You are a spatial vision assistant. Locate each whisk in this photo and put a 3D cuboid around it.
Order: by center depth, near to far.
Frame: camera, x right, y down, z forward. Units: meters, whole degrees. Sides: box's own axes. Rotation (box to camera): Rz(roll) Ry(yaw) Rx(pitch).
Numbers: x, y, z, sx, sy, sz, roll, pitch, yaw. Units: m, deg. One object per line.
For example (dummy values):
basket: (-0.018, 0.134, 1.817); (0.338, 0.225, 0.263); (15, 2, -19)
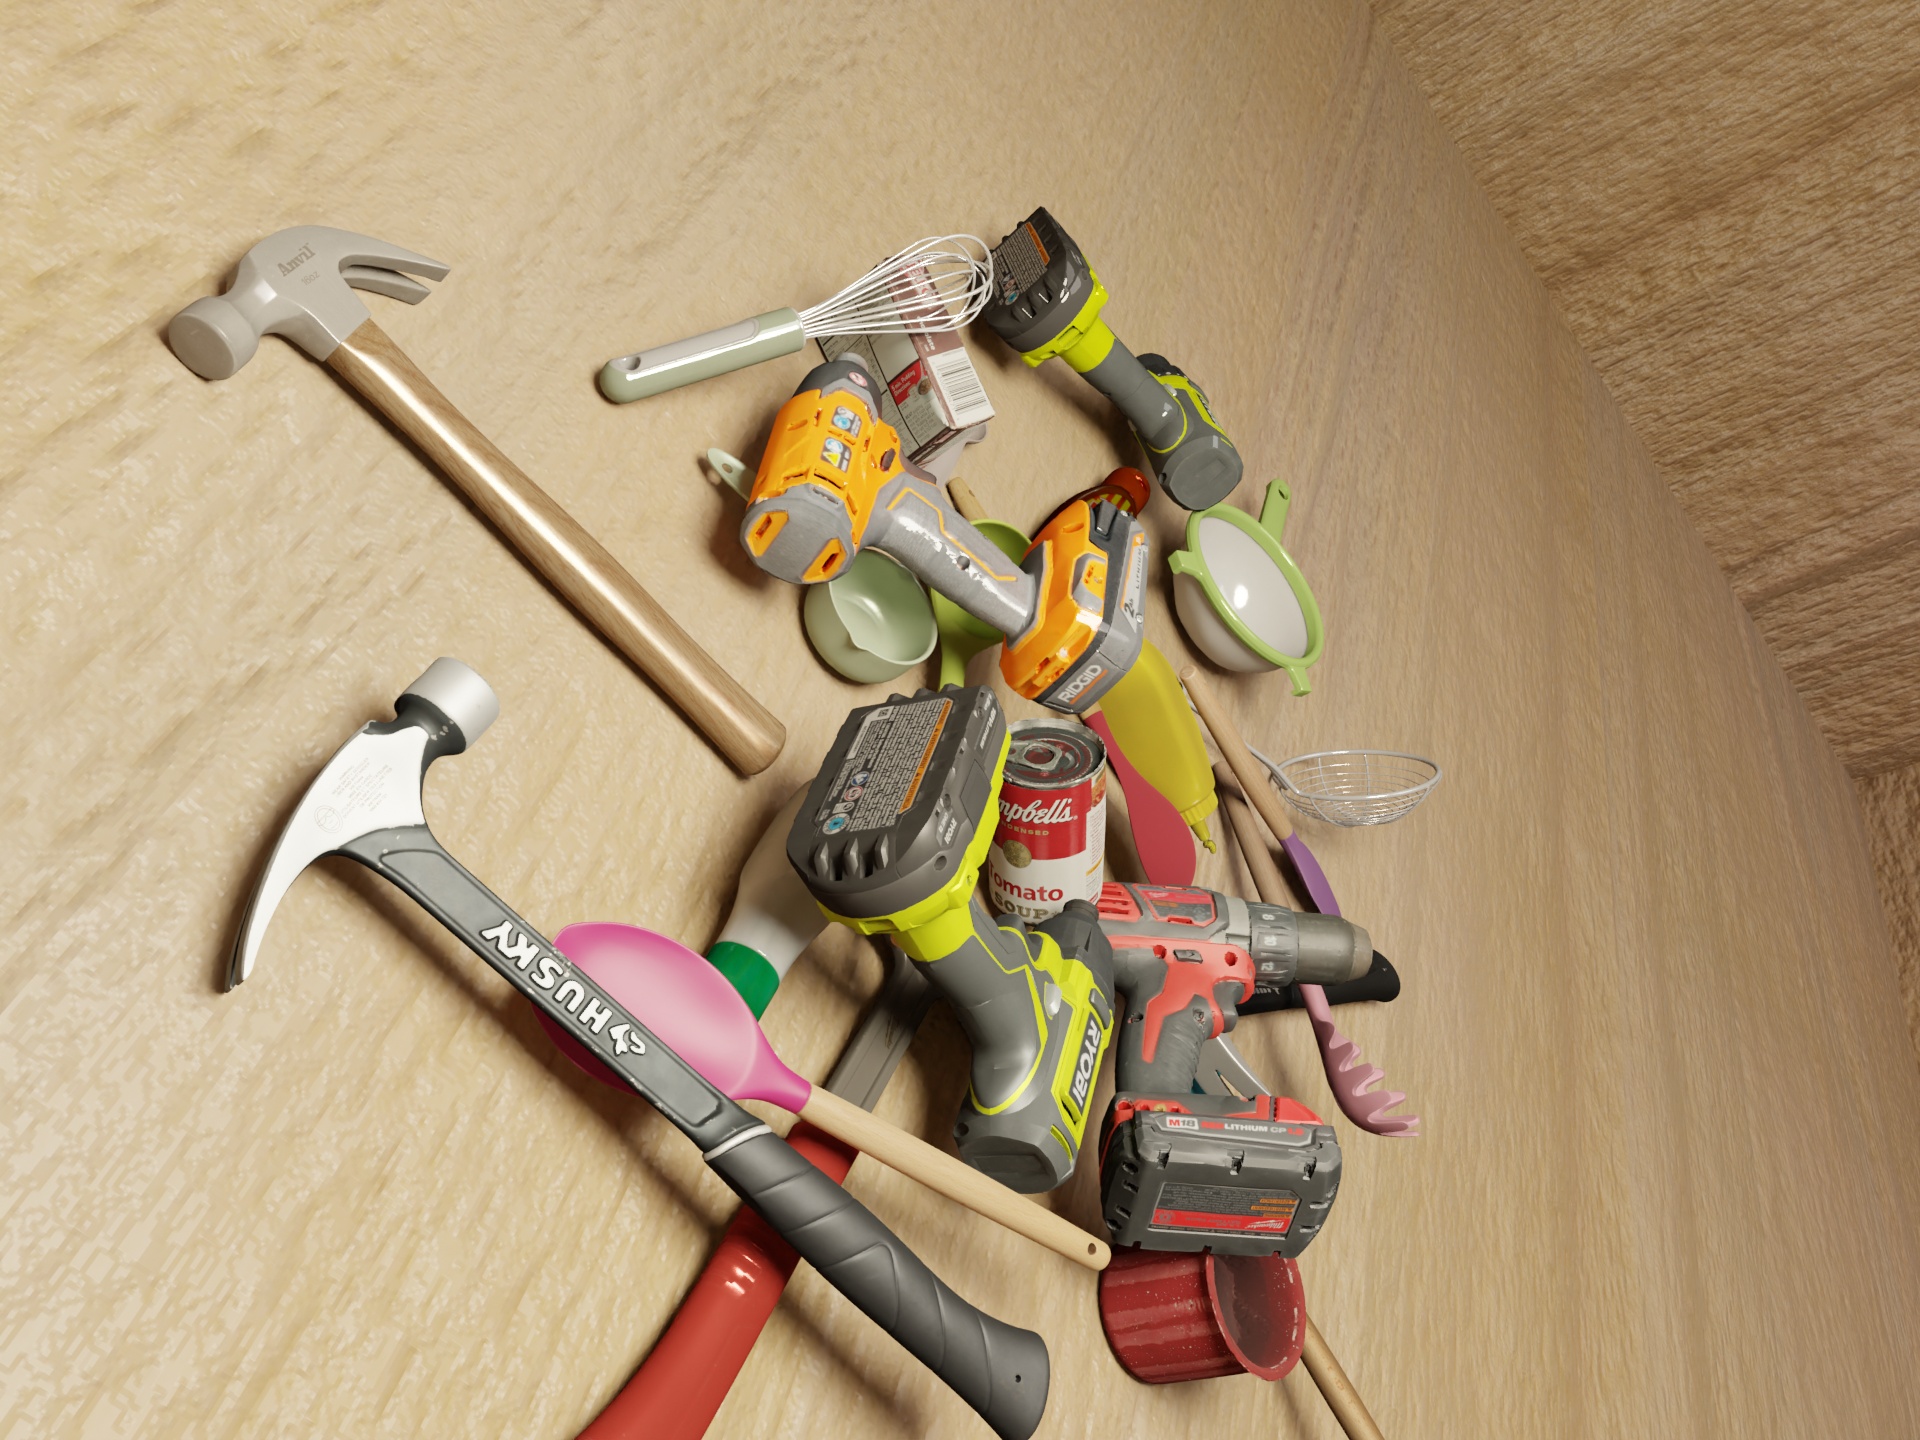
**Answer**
whisk: (-0.085, -0.221, 0.885); (0.246, 0.059, 0.058); (-24, 51, -24)

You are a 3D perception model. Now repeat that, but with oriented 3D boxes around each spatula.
spatula: (0.204, 0.348, 0.949); (0.082, 0.044, 0.318); (3, 50, -55)
spatula: (0.227, 0.065, 1.165); (0.315, 0.018, 0.060); (52, 27, -38)

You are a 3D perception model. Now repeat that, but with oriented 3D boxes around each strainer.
strainer: (0.225, -0.120, 1.283); (0.151, 0.069, 0.256); (44, 36, -12)

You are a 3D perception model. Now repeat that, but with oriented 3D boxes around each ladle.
ladle: (-0.001, -0.003, 0.905); (0.078, 0.062, 0.320); (36, 38, -22)
ladle: (0.073, -0.025, 1.040); (0.315, 0.031, 0.069); (60, 27, 8)

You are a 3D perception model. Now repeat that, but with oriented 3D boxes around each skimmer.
skimmer: (0.213, -0.016, 1.182); (0.363, 0.127, 0.090); (32, 85, -29)

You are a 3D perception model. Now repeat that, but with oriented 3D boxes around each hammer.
hammer: (-0.108, 0.164, 0.648); (0.408, 0.036, 0.149); (46, 54, -14)
hammer: (-0.069, 0.220, 0.726); (0.149, 0.036, 0.359); (53, 36, -15)
hammer: (-0.201, -0.095, 0.756); (0.331, 0.031, 0.130); (47, 39, -23)
hammer: (0.231, 0.192, 1.112); (0.334, 0.035, 0.146); (8, 50, -52)

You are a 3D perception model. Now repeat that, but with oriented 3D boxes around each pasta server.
pasta server: (0.233, 0.147, 1.092); (0.060, 0.040, 0.317); (41, 25, -45)

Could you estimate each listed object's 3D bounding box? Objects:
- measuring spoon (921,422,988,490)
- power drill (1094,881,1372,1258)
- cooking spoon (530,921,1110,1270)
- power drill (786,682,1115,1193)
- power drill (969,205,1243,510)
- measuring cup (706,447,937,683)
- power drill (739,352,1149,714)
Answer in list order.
measuring spoon: (-0.015, -0.173, 1.060); (0.034, 0.018, 0.124); (45, 46, -17)
power drill: (0.155, 0.182, 0.895); (0.188, 0.080, 0.227); (5, 37, -4)
cooking spoon: (-0.052, 0.182, 0.717); (0.318, 0.017, 0.069); (34, 56, -22)
power drill: (0.012, 0.098, 0.784); (0.223, 0.080, 0.171); (62, 32, -32)
power drill: (0.114, -0.278, 1.214); (0.228, 0.080, 0.191); (38, 23, -32)
measuring cup: (-0.087, -0.087, 0.899); (0.167, 0.038, 0.083); (42, 41, -11)
power drill: (-0.005, -0.114, 0.902); (0.226, 0.084, 0.164); (26, 46, -19)
